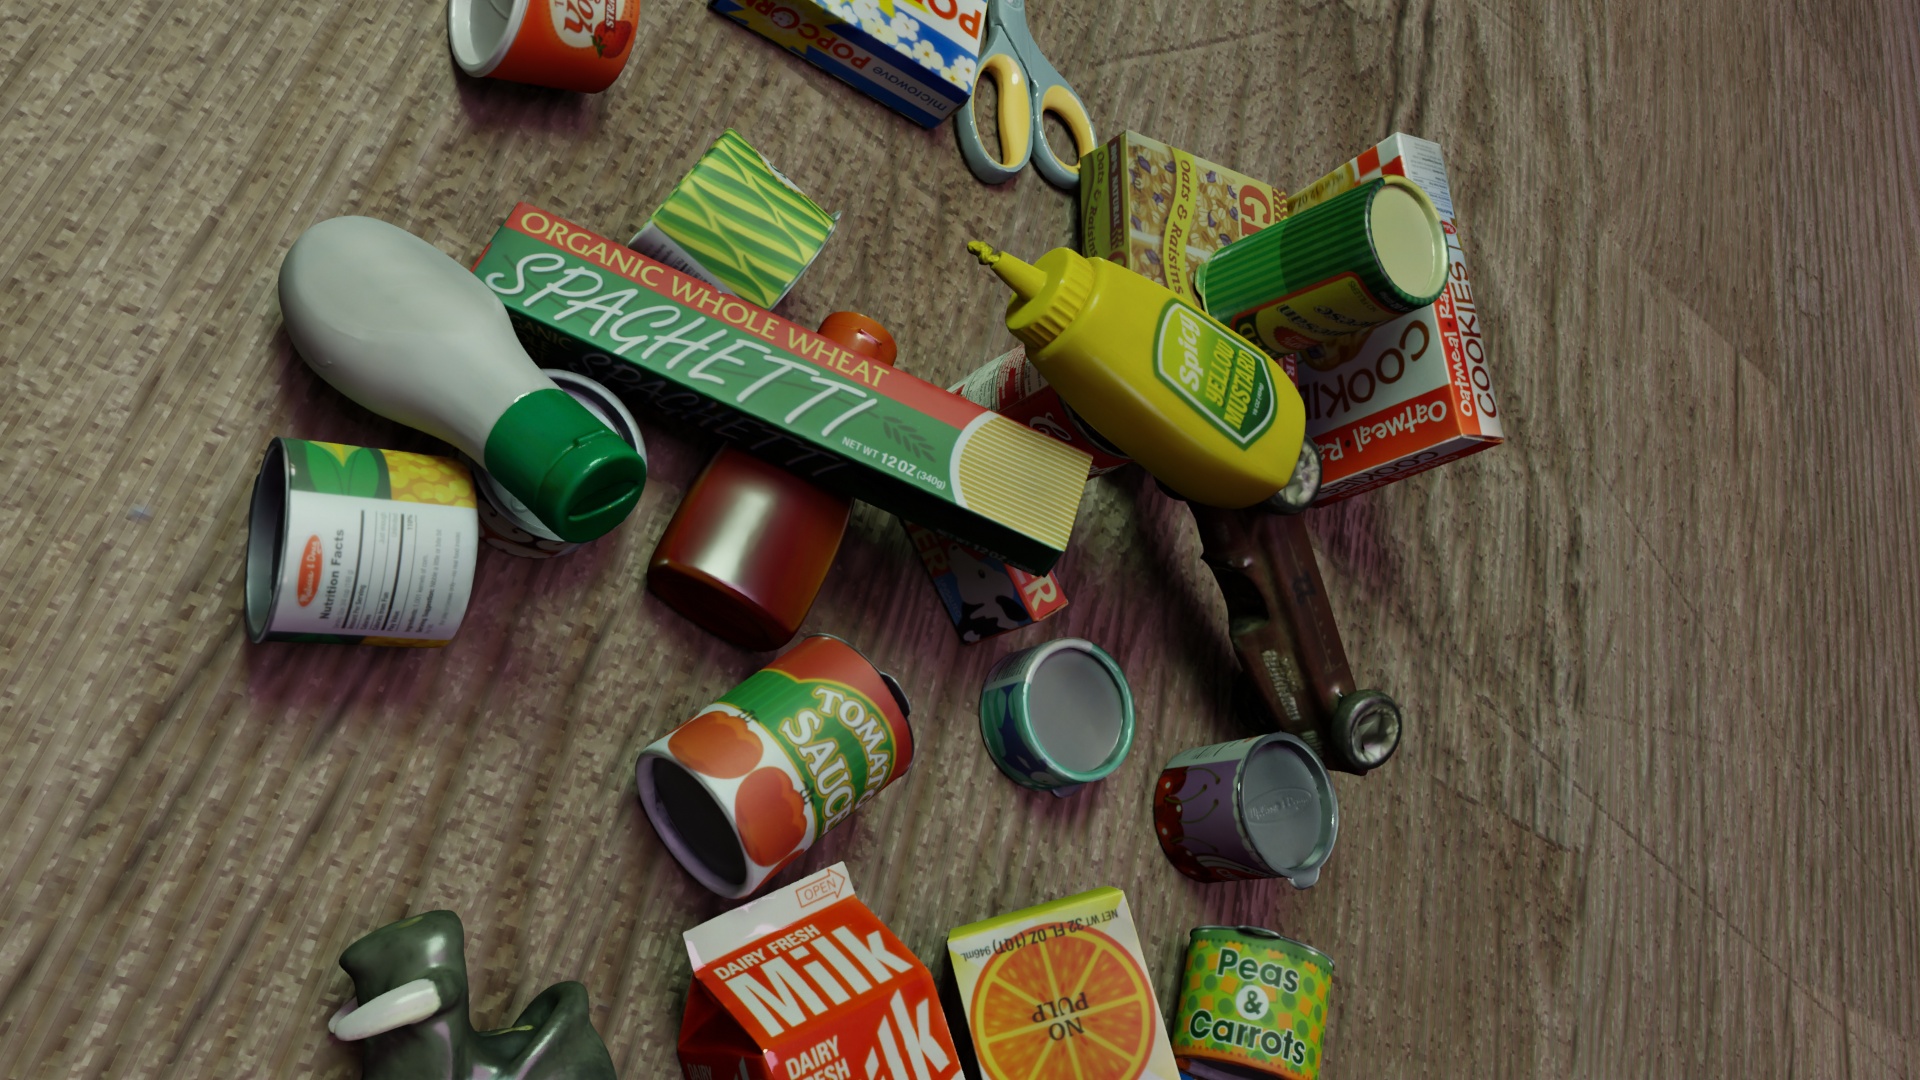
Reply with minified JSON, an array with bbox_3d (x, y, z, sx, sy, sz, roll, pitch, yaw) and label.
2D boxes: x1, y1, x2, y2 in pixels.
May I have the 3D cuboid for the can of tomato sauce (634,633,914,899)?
[{"bbox_3d":[-0.068,0.084,0.521,0.083,0.071,0.071,-34,96,-37],"label":"can of tomato sauce"}]

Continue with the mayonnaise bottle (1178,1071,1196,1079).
[{"bbox_3d":[0.125,0.264,0.607,0.148,0.064,0.041,27,65,-16],"label":"mayonnaise bottle"}]

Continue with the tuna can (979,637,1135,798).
[{"bbox_3d":[0.046,0.081,0.626,0.071,0.032,0.071,12,68,-32],"label":"tuna can"}]

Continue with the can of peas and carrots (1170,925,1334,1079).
[{"bbox_3d":[0.130,0.211,0.622,0.071,0.070,0.059,30,61,-25],"label":"can of peas and carrots"}]

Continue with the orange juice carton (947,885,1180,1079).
[{"bbox_3d":[0.054,0.237,0.532,0.072,0.073,0.193,-15,78,-3],"label":"orange juice carton"}]

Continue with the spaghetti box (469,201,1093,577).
[{"bbox_3d":[-0.069,-0.057,0.543,0.250,0.028,0.050,23,58,-7],"label":"spaghetti box"}]

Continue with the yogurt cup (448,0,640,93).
[{"bbox_3d":[-0.164,-0.212,0.552,0.054,0.072,0.072,5,73,-43],"label":"yogurt cup"}]

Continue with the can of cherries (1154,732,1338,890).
[{"bbox_3d":[0.135,0.130,0.659,0.071,0.058,0.071,12,69,-34],"label":"can of cherries"}]

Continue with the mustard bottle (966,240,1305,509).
[{"bbox_3d":[0.067,-0.072,0.550,0.160,0.048,0.065,30,58,-24],"label":"mustard bottle"}]

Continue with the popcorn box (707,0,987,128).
[{"bbox_3d":[-0.049,-0.266,0.667,0.127,0.038,0.085,22,64,-29],"label":"popcorn box"}]

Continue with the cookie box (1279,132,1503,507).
[{"bbox_3d":[0.217,-0.115,0.755,0.040,0.122,0.167,2,74,-35],"label":"cookie box"}]

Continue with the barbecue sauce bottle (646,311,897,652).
[{"bbox_3d":[-0.069,-0.031,0.573,0.065,0.043,0.149,33,58,-16],"label":"barbecue sauce bottle"}]

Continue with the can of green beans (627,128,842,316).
[{"bbox_3d":[-0.094,-0.126,0.572,0.058,0.071,0.071,41,56,-18],"label":"can of green beans"}]

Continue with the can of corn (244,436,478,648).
[{"bbox_3d":[-0.198,0.001,0.459,0.058,0.071,0.071,6,72,-35],"label":"can of corn"}]

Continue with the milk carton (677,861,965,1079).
[{"bbox_3d":[-0.040,0.218,0.495,0.072,0.073,0.190,-16,85,-38],"label":"milk carton"}]

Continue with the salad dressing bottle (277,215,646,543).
[{"bbox_3d":[-0.167,-0.054,0.464,0.148,0.043,0.064,37,41,22],"label":"salad dressing bottle"}]

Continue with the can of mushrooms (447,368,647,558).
[{"bbox_3d":[-0.156,-0.029,0.517,0.071,0.033,0.071,11,70,-33],"label":"can of mushrooms"}]

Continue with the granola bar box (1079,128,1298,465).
[{"bbox_3d":[0.122,-0.118,0.735,0.124,0.039,0.166,9,75,-35],"label":"granola bar box"}]

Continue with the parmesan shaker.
[{"bbox_3d":[0.178,-0.133,0.687,0.071,0.103,0.071,9,75,-35],"label":"parmesan shaker"}]

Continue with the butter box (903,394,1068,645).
[{"bbox_3d":[0.002,-0.008,0.611,0.024,0.053,0.103,-28,92,-40],"label":"butter box"}]
